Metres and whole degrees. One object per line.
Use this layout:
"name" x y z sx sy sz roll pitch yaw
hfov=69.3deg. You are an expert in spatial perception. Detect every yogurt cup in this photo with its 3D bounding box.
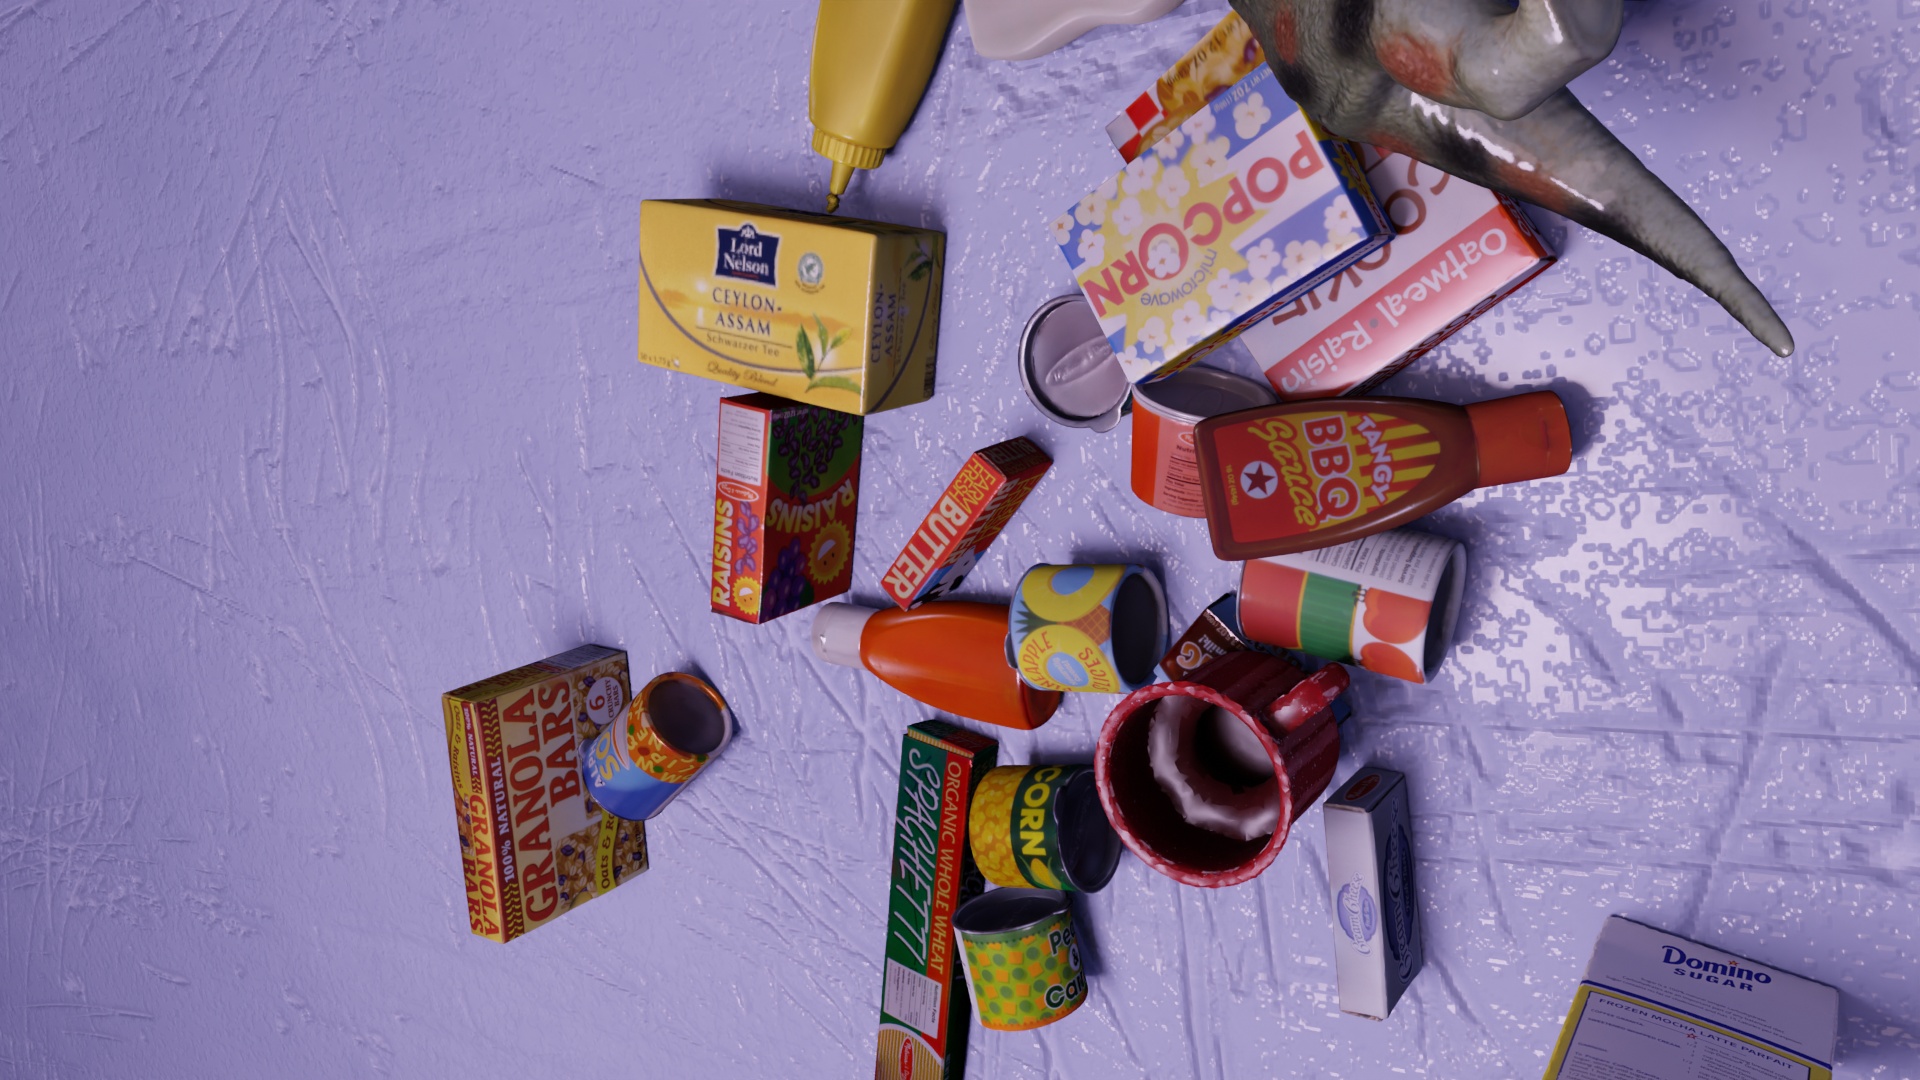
"yogurt cup" 0.111 -0.046 0.653 0.072 0.073 0.053 22 121 29

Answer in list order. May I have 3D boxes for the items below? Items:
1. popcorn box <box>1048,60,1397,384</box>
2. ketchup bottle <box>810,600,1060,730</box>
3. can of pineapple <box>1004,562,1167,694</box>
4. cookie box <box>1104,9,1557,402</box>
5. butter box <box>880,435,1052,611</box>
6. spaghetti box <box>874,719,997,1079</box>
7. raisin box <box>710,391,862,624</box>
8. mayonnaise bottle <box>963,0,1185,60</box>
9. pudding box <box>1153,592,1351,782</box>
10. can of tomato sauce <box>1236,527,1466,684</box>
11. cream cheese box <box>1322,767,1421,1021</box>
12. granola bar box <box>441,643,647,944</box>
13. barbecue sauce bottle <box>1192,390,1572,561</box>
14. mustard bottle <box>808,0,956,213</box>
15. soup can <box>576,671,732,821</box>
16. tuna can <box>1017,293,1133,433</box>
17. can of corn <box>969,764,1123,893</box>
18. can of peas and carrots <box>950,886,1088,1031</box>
"popcorn box" 0.110 -0.134 0.597 0.126 0.038 0.085 -31 82 36
"ketchup bottle" -0.017 0.062 0.777 0.149 0.044 0.064 8 109 33
"can of pineapple" 0.065 0.045 0.702 0.058 0.071 0.071 -1 100 35
"cookie box" 0.158 -0.153 0.610 0.122 0.040 0.167 -37 78 35
"butter box" 0.003 -0.009 0.741 0.024 0.053 0.103 46 122 15
"spaghetti box" -0.016 0.227 0.825 0.050 0.029 0.249 16 110 31
"raisin box" -0.098 -0.023 0.787 0.040 0.086 0.123 15 109 29
"mayonnaise bottle" 0.072 -0.266 0.642 0.148 0.041 0.064 0 102 33
"pudding box" 0.142 0.073 0.680 0.084 0.030 0.049 46 123 17
"can of tomato sauce" 0.176 0.024 0.624 0.083 0.071 0.071 14 109 31
"cream cheese box" 0.194 0.164 0.651 0.024 0.053 0.103 -1 101 37
"granola bar box" -0.274 0.166 0.928 0.039 0.124 0.165 5 104 35
"barbecue sauce bottle" 0.177 -0.033 0.588 0.148 0.043 0.065 -10 85 7
"mustard bottle" -0.047 -0.248 0.722 0.065 0.049 0.159 32 118 25
"soup can" -0.200 0.133 0.903 0.083 0.071 0.071 -44 76 33
"tuna can" 0.066 -0.088 0.692 0.071 0.033 0.071 9 106 33
"can of corn" 0.045 0.152 0.740 0.058 0.071 0.071 -7 97 36
"can of peas and carrots" 0.035 0.229 0.768 0.071 0.071 0.058 -9 97 36
